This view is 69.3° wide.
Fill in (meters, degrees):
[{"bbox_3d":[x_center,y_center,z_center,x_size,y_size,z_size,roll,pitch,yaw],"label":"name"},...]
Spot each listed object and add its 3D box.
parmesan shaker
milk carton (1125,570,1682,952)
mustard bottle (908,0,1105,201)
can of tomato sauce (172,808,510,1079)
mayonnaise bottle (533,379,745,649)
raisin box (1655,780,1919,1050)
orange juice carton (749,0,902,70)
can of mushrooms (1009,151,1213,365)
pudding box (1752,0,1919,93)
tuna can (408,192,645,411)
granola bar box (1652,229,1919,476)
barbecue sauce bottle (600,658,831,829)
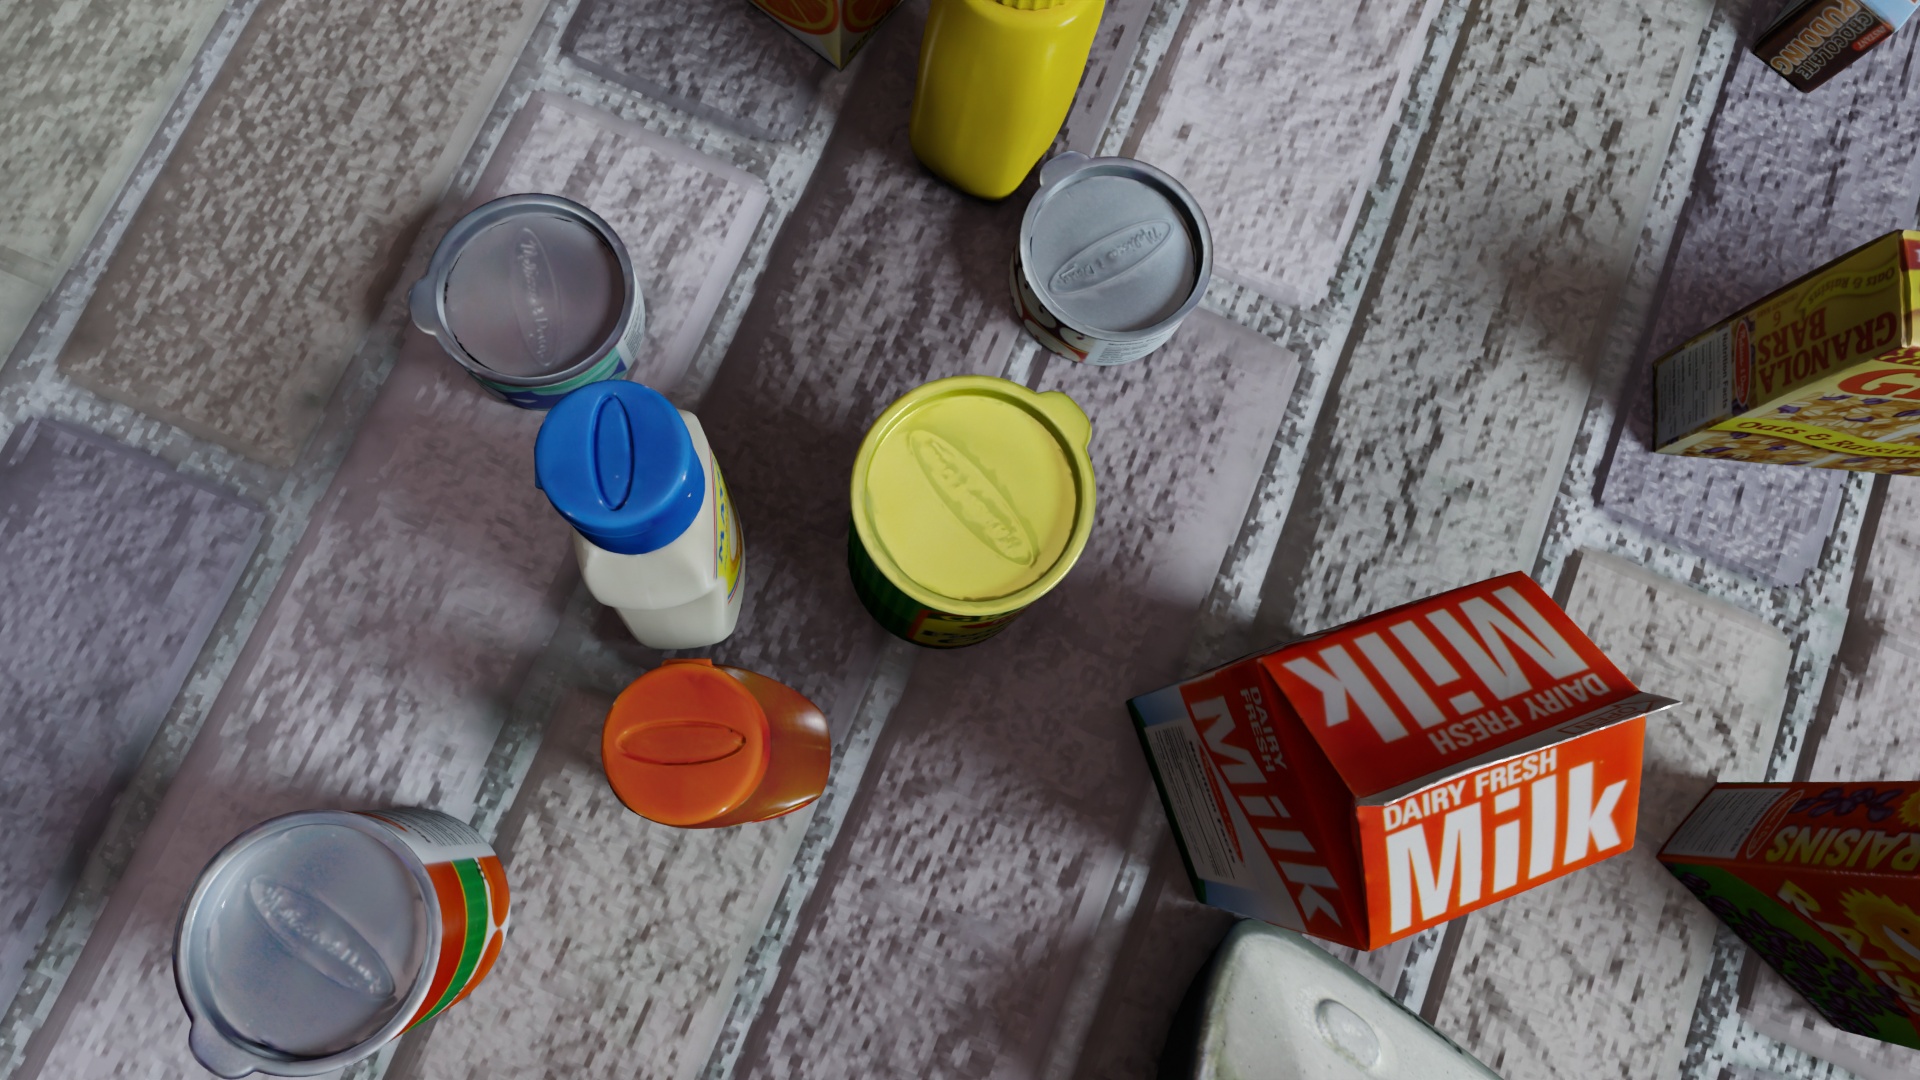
[{"bbox_3d":[0.002,-0.005,0.423,0.071,0.103,0.071,1,79,-5],"label":"parmesan shaker"},{"bbox_3d":[0.108,0.059,0.375,0.072,0.190,0.073,-18,82,-8],"label":"milk carton"},{"bbox_3d":[0.016,-0.161,0.425,0.049,0.160,0.065,28,79,0],"label":"mustard bottle"},{"bbox_3d":[-0.171,0.112,0.395,0.071,0.083,0.071,1,79,-5],"label":"can of tomato sauce"},{"bbox_3d":[-0.086,-0.007,0.392,0.041,0.148,0.065,-4,80,-6],"label":"mayonnaise bottle"},{"bbox_3d":[0.283,0.114,0.414,0.086,0.123,0.040,45,79,4],"label":"raisin box"},{"bbox_3d":[-0.042,-0.234,0.417,0.073,0.192,0.072,38,79,2],"label":"orange juice carton"},{"bbox_3d":[0.050,-0.098,0.480,0.071,0.033,0.071,1,79,-5],"label":"can of mushrooms"},{"bbox_3d":[0.345,-0.215,0.521,0.030,0.049,0.084,41,79,3],"label":"pudding box"},{"bbox_3d":[-0.141,-0.077,0.460,0.071,0.032,0.071,1,79,-5],"label":"tuna can"},{"bbox_3d":[0.338,-0.054,0.451,0.166,0.124,0.039,5,79,-4],"label":"granola bar box"},{"bbox_3d":[-0.068,0.057,0.381,0.065,0.148,0.044,0,80,-5],"label":"barbecue sauce bottle"}]
